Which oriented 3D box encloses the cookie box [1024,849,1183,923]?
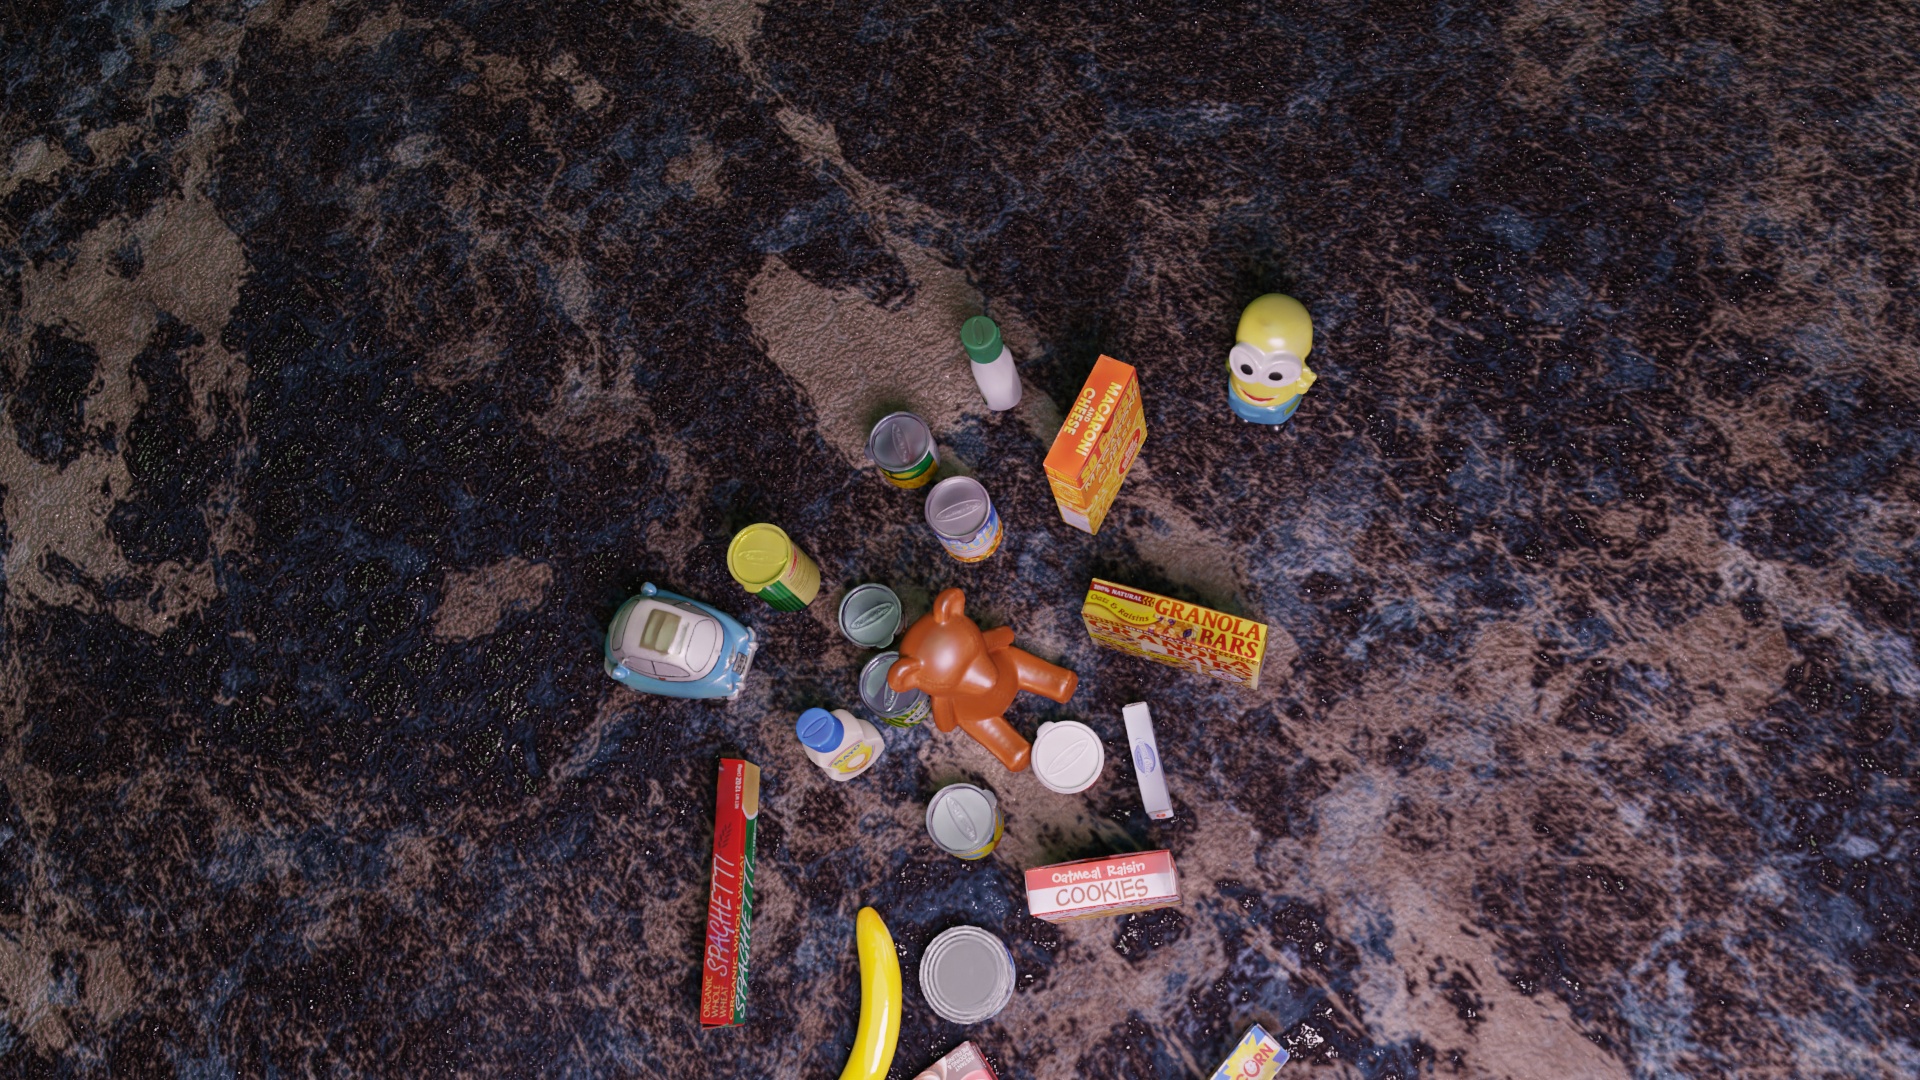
[{"bbox_3d":[0.129,0.305,1.220,0.123,0.167,0.040,-11,71,8],"label":"cookie box"}]

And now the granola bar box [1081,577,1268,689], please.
[{"bbox_3d":[0.203,0.088,1.301,0.166,0.124,0.039,15,76,15],"label":"granola bar box"}]

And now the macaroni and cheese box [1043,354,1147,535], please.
[{"bbox_3d":[0.135,-0.090,1.351,0.040,0.166,0.124,25,78,17],"label":"macaroni and cheese box"}]

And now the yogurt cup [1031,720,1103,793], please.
[{"bbox_3d":[0.104,0.209,1.317,0.072,0.054,0.072,-3,71,10],"label":"yogurt cup"}]

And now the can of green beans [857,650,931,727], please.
[{"bbox_3d":[-0.062,0.147,1.367,0.071,0.057,0.071,-3,72,10],"label":"can of green beans"}]

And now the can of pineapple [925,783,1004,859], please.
[{"bbox_3d":[0.007,0.266,1.315,0.071,0.057,0.071,-3,72,10],"label":"can of pineapple"}]

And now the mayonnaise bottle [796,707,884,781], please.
[{"bbox_3d":[-0.118,0.190,1.316,0.065,0.147,0.041,-39,70,-3],"label":"mayonnaise bottle"}]

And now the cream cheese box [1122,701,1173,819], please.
[{"bbox_3d":[0.176,0.208,1.304,0.024,0.053,0.104,-13,70,7],"label":"cream cheese box"}]

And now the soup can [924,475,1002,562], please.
[{"bbox_3d":[0.005,-0.018,1.396,0.071,0.083,0.071,-3,72,10],"label":"soup can"}]

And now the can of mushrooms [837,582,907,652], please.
[{"bbox_3d":[-0.087,0.081,1.407,0.071,0.033,0.071,-3,71,10],"label":"can of mushrooms"}]

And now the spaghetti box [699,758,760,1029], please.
[{"bbox_3d":[-0.221,0.338,1.338,0.029,0.050,0.251,-2,71,10],"label":"spaghetti box"}]

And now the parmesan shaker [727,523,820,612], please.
[{"bbox_3d":[-0.188,0.032,1.406,0.071,0.103,0.071,-3,72,10],"label":"parmesan shaker"}]

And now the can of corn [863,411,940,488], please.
[{"bbox_3d":[-0.060,-0.092,1.447,0.071,0.058,0.071,-3,72,10],"label":"can of corn"}]

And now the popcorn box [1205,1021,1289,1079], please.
[{"bbox_3d":[0.227,0.474,1.189,0.038,0.085,0.127,40,83,20],"label":"popcorn box"}]

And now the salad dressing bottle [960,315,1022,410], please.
[{"bbox_3d":[0.031,-0.181,1.411,0.044,0.147,0.064,-10,71,8],"label":"salad dressing bottle"}]
